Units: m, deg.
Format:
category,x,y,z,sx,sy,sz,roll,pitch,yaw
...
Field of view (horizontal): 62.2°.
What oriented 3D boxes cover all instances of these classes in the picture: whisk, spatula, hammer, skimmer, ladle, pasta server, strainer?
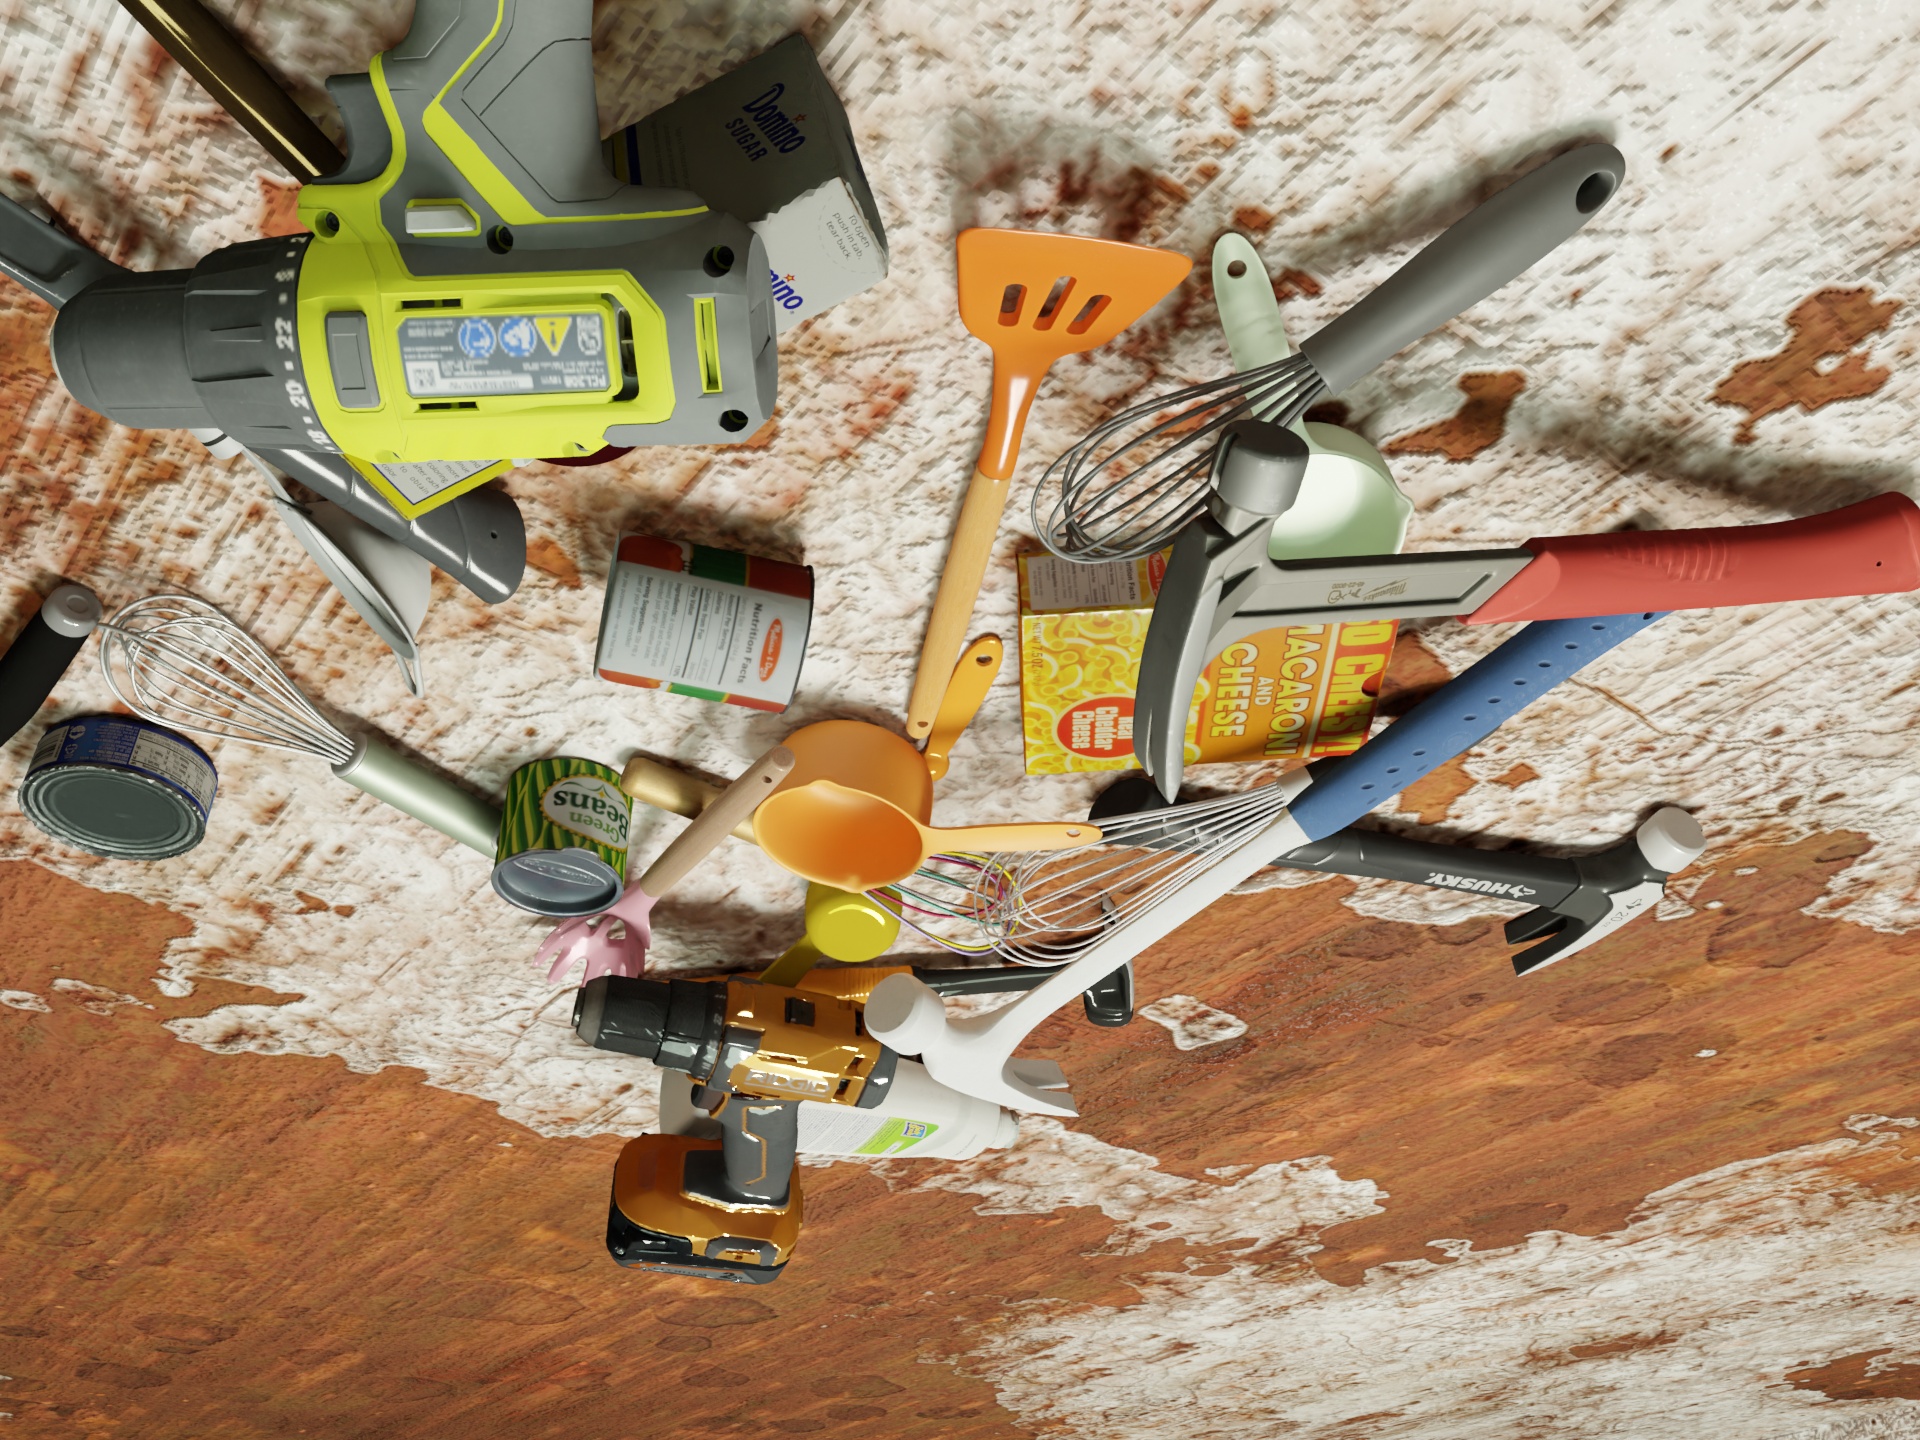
category,x,y,z,sx,sy,sz,roll,pitch,yaw
whisk,-0.069,0.068,0.863,0.244,0.051,0.047,24,115,-25
spatula,0.009,-0.081,0.658,0.081,0.041,0.322,5,144,-10
hammer,0.152,0.057,0.745,0.405,0.035,0.143,-37,134,12
skimmer,-0.521,0.049,0.767,0.363,0.090,0.127,-35,98,33
whisk,-0.304,0.013,0.771,0.059,0.058,0.246,10,159,39
hammer,0.242,-0.049,0.634,0.359,0.037,0.149,-5,128,-21
whisk,0.127,-0.129,0.570,0.239,0.055,0.055,-34,135,15
hammer,-0.292,-0.142,0.508,0.036,0.149,0.408,-5,154,32
hammer,0.231,0.078,0.887,0.334,0.035,0.146,9,141,-15
ladle,-0.210,-0.184,0.524,0.069,0.031,0.315,-21,138,21
hammer,-0.061,0.164,0.990,0.337,0.034,0.127,-6,144,5
whisk,0.140,0.050,0.797,0.284,0.070,0.070,-24,140,5
pasta server,-0.157,0.085,0.840,0.060,0.040,0.316,30,145,-15
strainer,-0.274,-0.105,0.613,0.087,0.050,0.258,27,159,43

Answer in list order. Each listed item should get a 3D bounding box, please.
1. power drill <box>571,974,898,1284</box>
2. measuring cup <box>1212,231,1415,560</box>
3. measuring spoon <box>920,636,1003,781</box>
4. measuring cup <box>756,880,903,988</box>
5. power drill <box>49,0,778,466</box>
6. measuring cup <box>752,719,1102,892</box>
category,x,y,z,sx,sy,sz,roll,pitch,yaw
power drill,-0.155,0.240,0.956,0.185,0.084,0.226,13,126,-15
measuring cup,0.125,-0.119,0.625,0.083,0.038,0.167,-16,125,14
measuring spoon,-0.001,-0.003,0.786,0.021,0.011,0.116,9,142,-14
measuring cup,-0.092,0.146,0.933,0.062,0.029,0.156,33,116,-21
power drill,-0.150,-0.177,0.401,0.190,0.080,0.228,-1,112,2
measuring cup,-0.015,0.039,0.795,0.173,0.052,0.095,-1,140,9
